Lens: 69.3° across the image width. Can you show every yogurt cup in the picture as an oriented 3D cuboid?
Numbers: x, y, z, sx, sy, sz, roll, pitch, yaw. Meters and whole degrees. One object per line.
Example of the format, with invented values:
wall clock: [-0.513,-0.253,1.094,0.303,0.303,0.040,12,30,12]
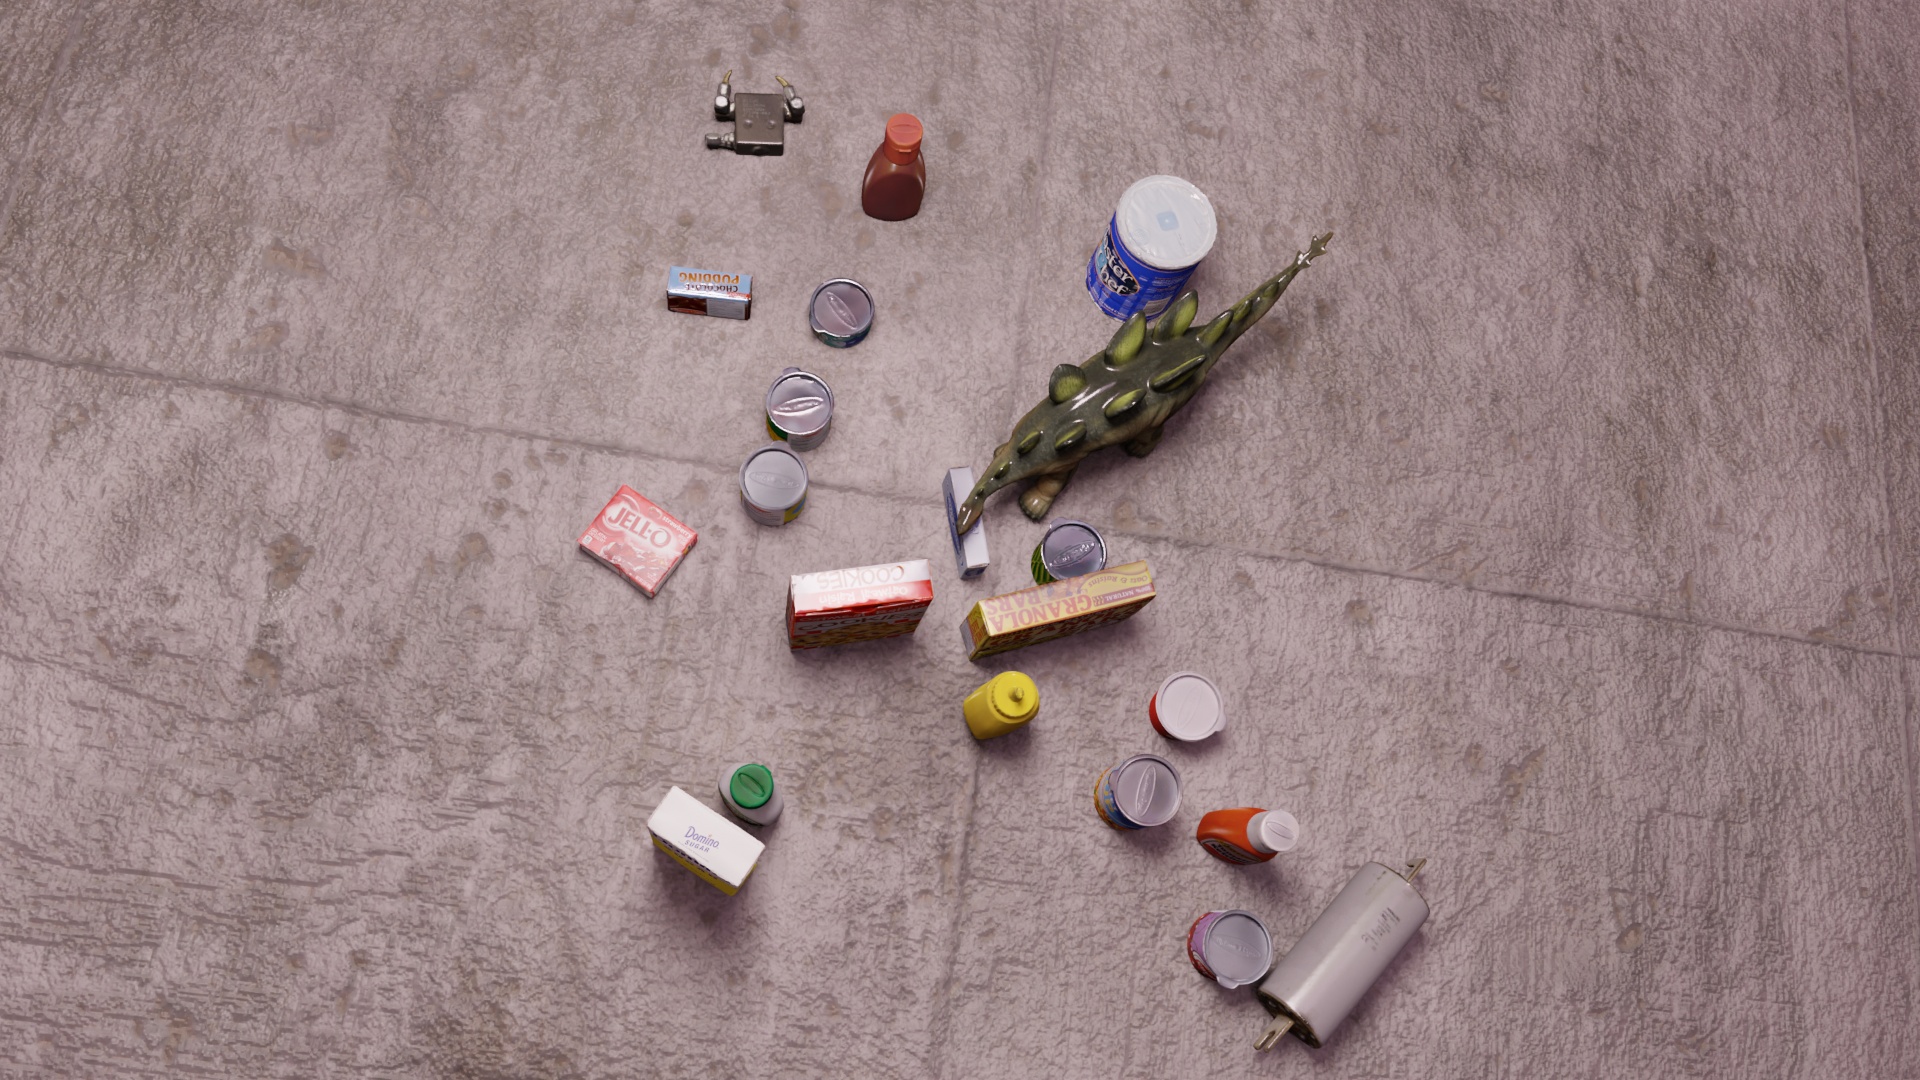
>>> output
yogurt cup: [0.217,0.165,1.356,0.072,0.053,0.072,2,74,-8]

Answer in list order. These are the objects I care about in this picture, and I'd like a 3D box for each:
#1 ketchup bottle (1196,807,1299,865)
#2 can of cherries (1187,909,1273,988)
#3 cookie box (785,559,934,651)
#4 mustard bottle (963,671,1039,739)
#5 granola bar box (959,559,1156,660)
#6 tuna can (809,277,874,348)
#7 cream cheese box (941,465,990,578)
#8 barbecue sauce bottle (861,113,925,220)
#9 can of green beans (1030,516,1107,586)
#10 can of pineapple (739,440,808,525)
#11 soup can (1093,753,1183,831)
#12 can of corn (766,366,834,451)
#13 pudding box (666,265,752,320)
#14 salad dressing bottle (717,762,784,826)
ketchup bottle: [0.269,0.272,1.284,0.065,0.148,0.044,28,73,0]
can of cherries: [0.249,0.381,1.297,0.071,0.058,0.071,2,74,-8]
cookie box: [-0.096,0.062,1.277,0.123,0.167,0.040,-7,76,-11]
mustard bottle: [0.043,0.148,1.278,0.065,0.159,0.049,-19,79,-13]
granola bar box: [0.090,0.069,1.327,0.166,0.124,0.039,-13,77,-12]
tuna can: [-0.124,-0.232,1.426,0.071,0.032,0.071,2,74,-8]
cream cheese box: [0.005,-0.017,1.375,0.024,0.053,0.104,-8,76,-11]
barbecue sauce bottle: [-0.065,-0.380,1.417,0.065,0.148,0.044,-1,75,-9]
can of green beans: [0.107,0.019,1.378,0.071,0.057,0.071,2,74,-8]
can of pineapple: [-0.181,-0.054,1.354,0.071,0.057,0.071,2,74,-8]
soup can: [0.164,0.238,1.311,0.071,0.083,0.071,2,74,-8]
can of corn: [-0.161,-0.129,1.379,0.071,0.058,0.071,2,74,-8]
pudding box: [-0.253,-0.249,1.403,0.084,0.049,0.030,5,74,-7]
salad dressing bottle: [-0.185,0.222,1.228,0.064,0.147,0.044,41,73,4]
